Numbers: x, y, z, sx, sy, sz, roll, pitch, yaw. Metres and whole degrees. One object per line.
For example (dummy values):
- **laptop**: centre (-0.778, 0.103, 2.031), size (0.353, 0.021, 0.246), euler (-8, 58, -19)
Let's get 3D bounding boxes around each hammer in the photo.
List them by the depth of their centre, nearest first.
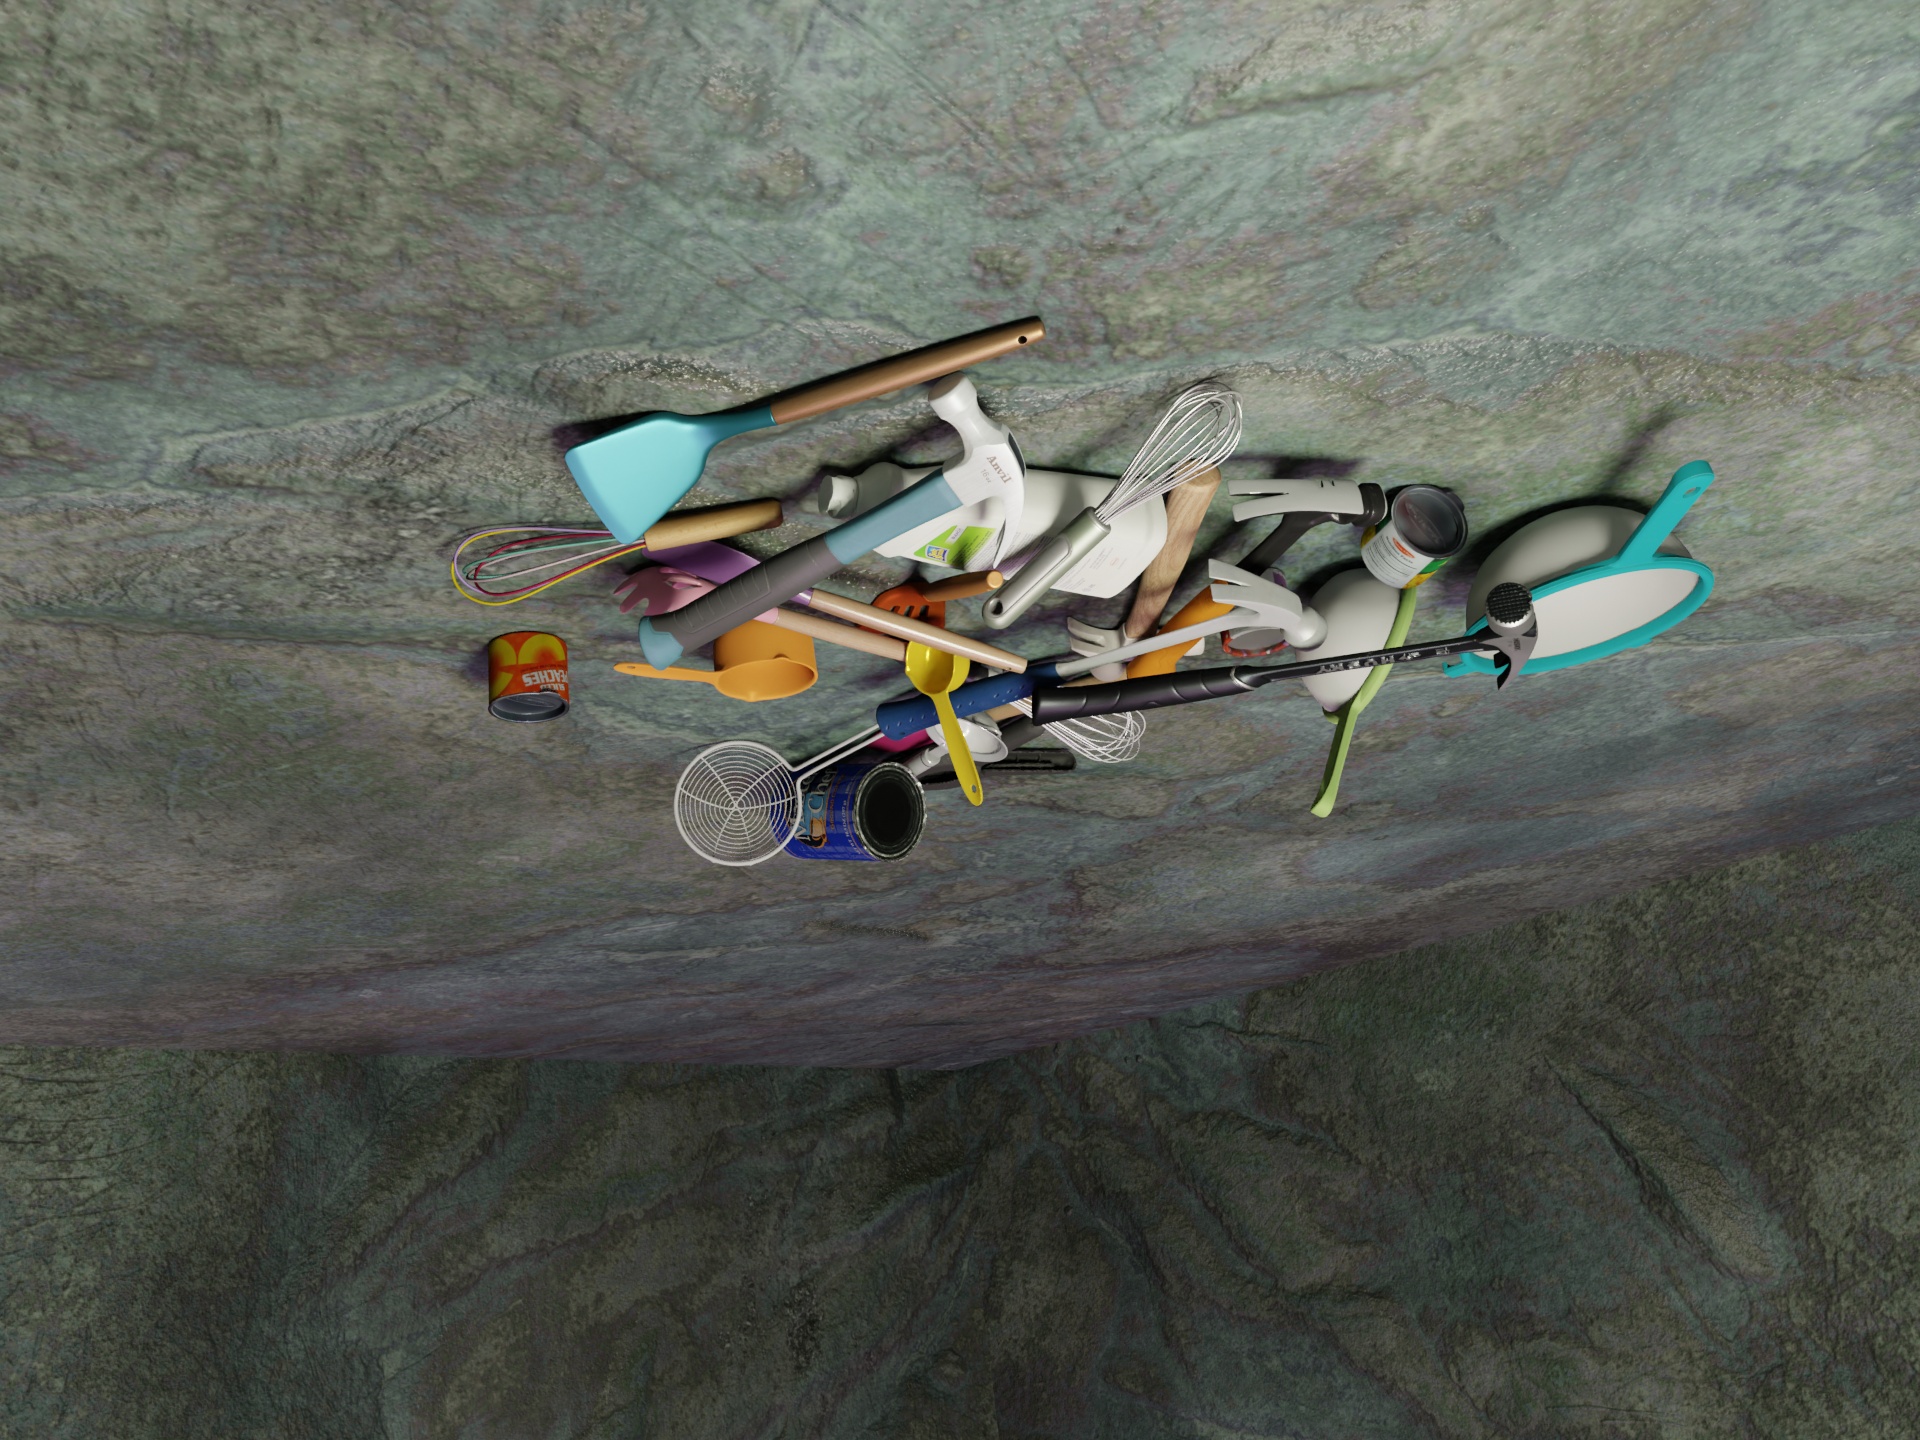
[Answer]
- **hammer**: centre (-0.099, -0.116, 1.117), size (0.331, 0.033, 0.128), euler (-25, 123, 25)
- **hammer**: centre (0.250, -0.037, 1.281), size (0.409, 0.036, 0.149), euler (-8, 159, 19)
- **hammer**: centre (0.209, -0.103, 1.311), size (0.127, 0.034, 0.336), euler (-2, 158, -20)
- **hammer**: centre (0.166, -0.123, 1.333), size (0.130, 0.031, 0.331), euler (-6, 159, -5)
- **hammer**: centre (0.093, -0.047, 1.341), size (0.405, 0.035, 0.144), euler (-16, 155, 34)

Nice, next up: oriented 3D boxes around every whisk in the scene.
- **whisk**: centre (0.103, -0.147, 1.119), size (0.246, 0.058, 0.059), euler (-42, 156, 24)
- **whisk**: centre (-0.250, -0.126, 1.163), size (0.245, 0.047, 0.051), euler (-11, 158, -1)
- **whisk**: centre (0.053, -0.026, 1.475), size (0.284, 0.070, 0.070), euler (21, 148, -26)

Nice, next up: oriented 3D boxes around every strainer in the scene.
- **strainer**: centre (0.524, -0.147, 1.310), size (0.211, 0.095, 0.340), euler (-9, 158, -4)
- **strainer**: centre (0.316, -0.035, 1.371), size (0.069, 0.256, 0.151), euler (25, 150, -4)
- **strainer**: centre (-0.027, 0.032, 1.625), size (0.086, 0.050, 0.258), euler (31, 146, -20)

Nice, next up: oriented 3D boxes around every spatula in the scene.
- **spatula**: centre (-0.096, -0.197, 1.023), size (0.317, 0.044, 0.082), euler (-15, 131, 15)
- **spatula**: centre (-0.092, -0.090, 1.239), size (0.315, 0.018, 0.059), euler (18, 154, -16)
- **spatula**: centre (-0.016, -0.093, 1.251), size (0.081, 0.041, 0.323), euler (-2, -178, -14)

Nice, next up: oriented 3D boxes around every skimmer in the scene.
- **skimmer**: centre (-0.122, 0.030, 1.552), size (0.363, 0.127, 0.090), euler (-27, 176, 27)

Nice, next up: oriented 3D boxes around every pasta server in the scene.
- **pasta server**: centre (-0.136, -0.075, 1.313), size (0.316, 0.060, 0.040), euler (14, 125, -40)

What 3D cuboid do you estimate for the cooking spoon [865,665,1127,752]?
- **cooking spoon**: centre (0.042, -0.010, 1.610), size (0.319, 0.017, 0.068), euler (-17, 158, 26)

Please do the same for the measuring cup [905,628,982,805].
- **measuring cup**: centre (-0.002, -0.004, 1.357), size (0.062, 0.156, 0.029), euler (-21, 176, 43)

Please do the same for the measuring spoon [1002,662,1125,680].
- **measuring spoon**: centre (0.097, -0.044, 1.502), size (0.124, 0.018, 0.034), euler (-2, 179, 26)

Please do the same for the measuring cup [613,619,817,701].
- **measuring cup**: centre (-0.207, -0.059, 1.345), size (0.173, 0.052, 0.095), euler (4, 157, -23)
